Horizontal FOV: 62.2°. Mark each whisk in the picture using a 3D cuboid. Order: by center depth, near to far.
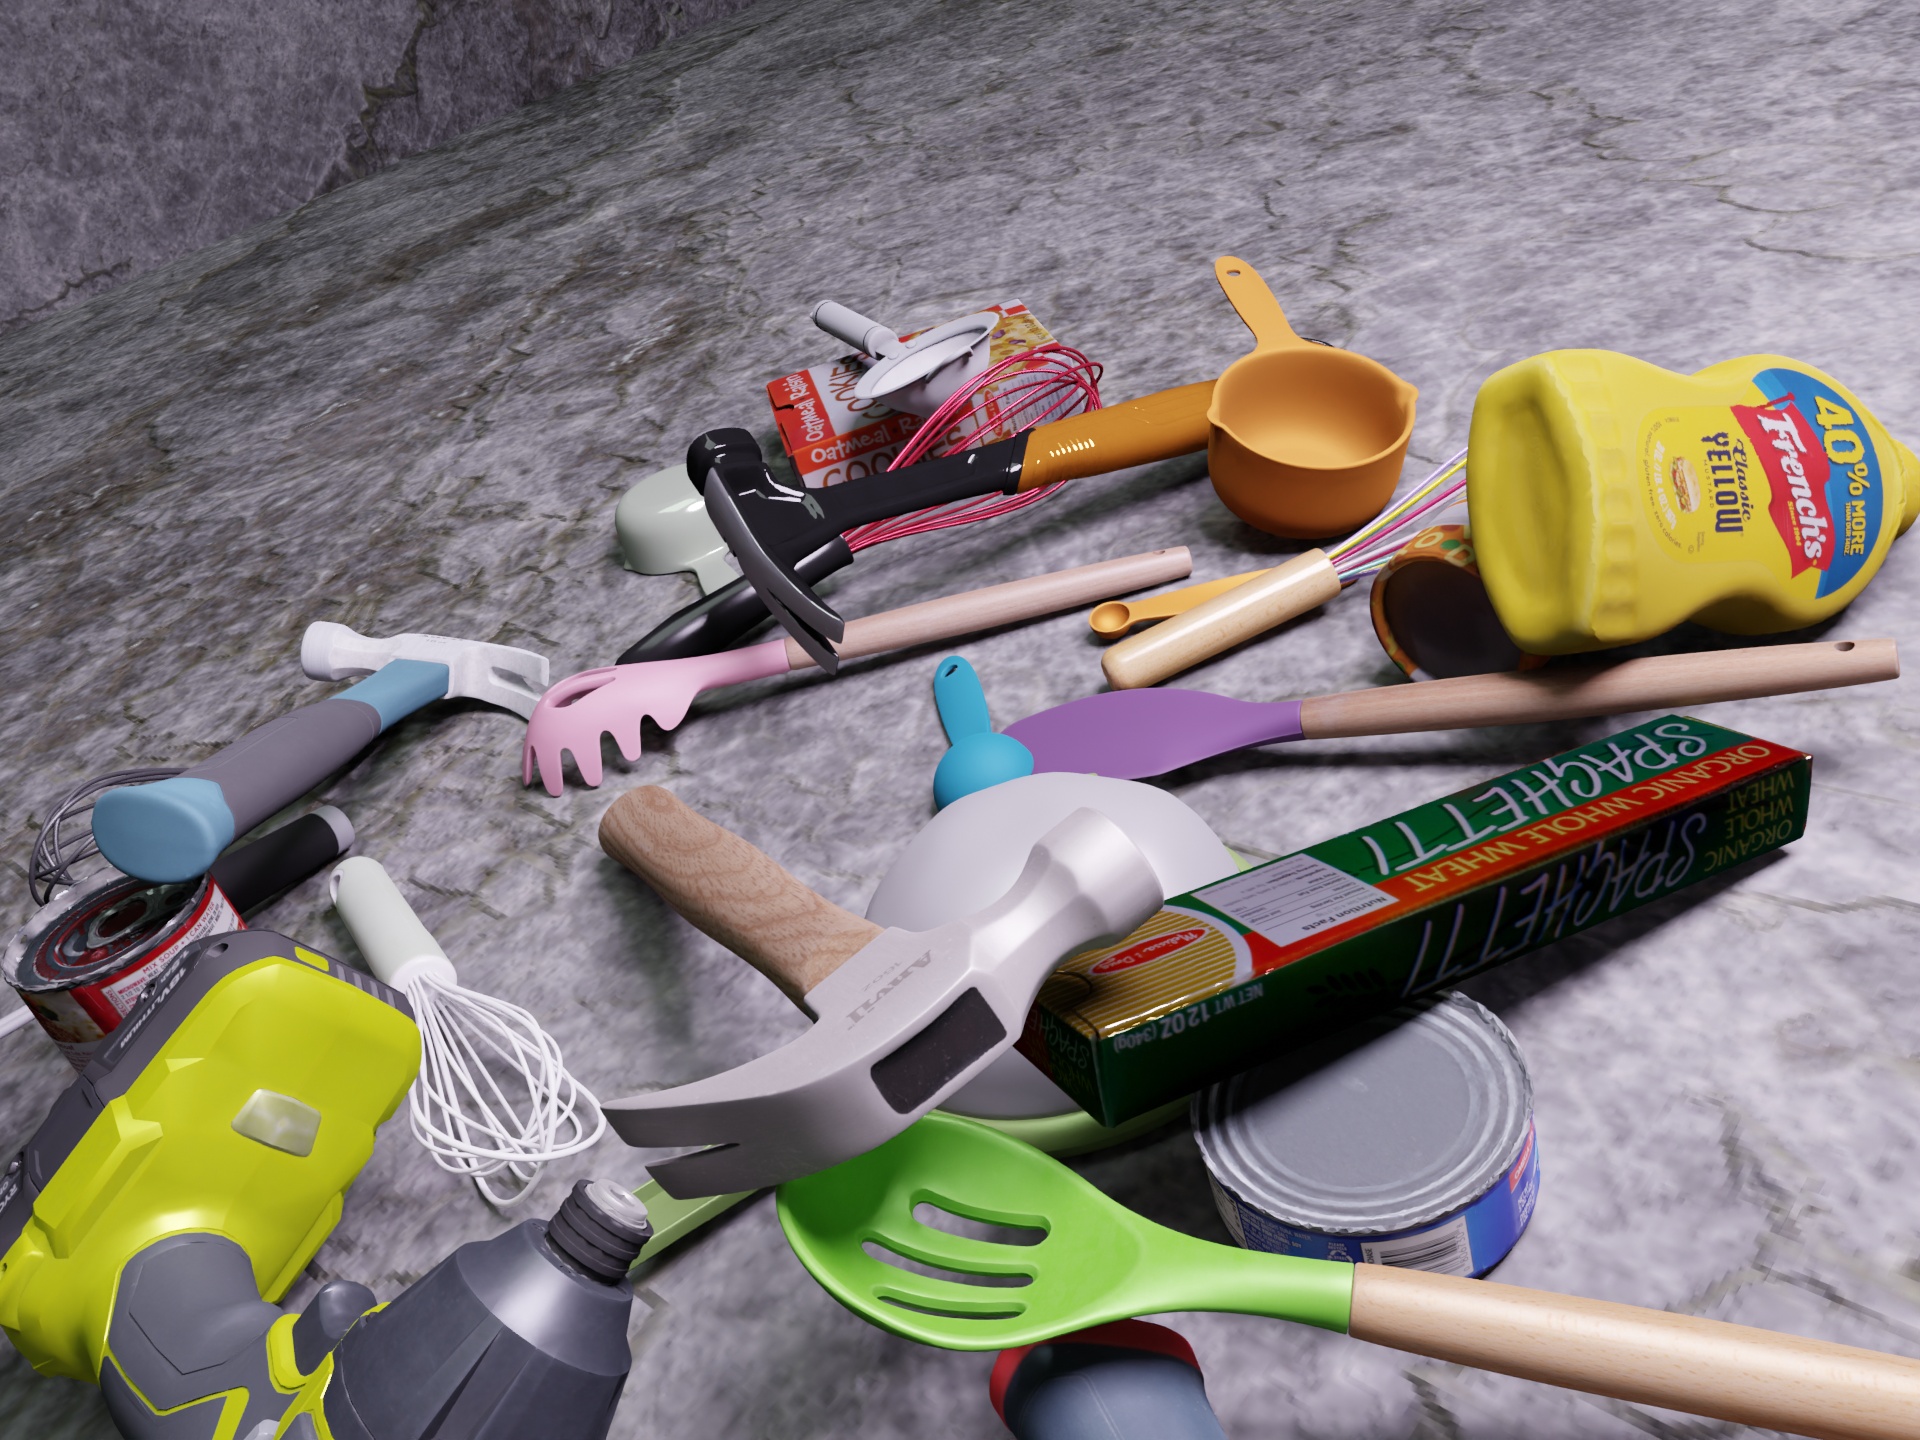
[{"bbox_3d":[-0.191,0.099,0.576,0.059,0.058,0.246,4,14,-35],"label":"whisk"},{"bbox_3d":[0.168,-0.074,0.650,0.245,0.047,0.051,-26,58,-4],"label":"whisk"},{"bbox_3d":[-0.320,0.024,0.708,0.055,0.055,0.239,-9,15,15],"label":"whisk"},{"bbox_3d":[-0.044,-0.098,0.789,0.296,0.073,0.073,-34,34,-14],"label":"whisk"}]

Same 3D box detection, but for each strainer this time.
[{"bbox_3d":[-0.020,0.083,0.482,0.256,0.069,0.152,-29,33,-19],"label":"strainer"},{"bbox_3d":[-0.040,-0.210,0.899,0.087,0.050,0.259,-33,32,-7],"label":"strainer"}]

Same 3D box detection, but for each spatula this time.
[{"bbox_3d":[0.147,-0.004,0.558,0.316,0.018,0.060,-6,35,31],"label":"spatula"}]

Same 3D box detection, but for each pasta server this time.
[{"bbox_3d":[-0.049,-0.029,0.717,0.316,0.040,0.060,-14,31,0],"label":"pasta server"}]

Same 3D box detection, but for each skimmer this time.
[{"bbox_3d":[-0.367,0.152,0.594,0.127,0.090,0.363,1,26,34],"label":"skimmer"}]

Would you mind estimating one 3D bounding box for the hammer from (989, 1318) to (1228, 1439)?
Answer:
[{"bbox_3d":[0.098,0.231,0.222,0.143,0.038,0.387,-30,33,-16],"label":"hammer"}]

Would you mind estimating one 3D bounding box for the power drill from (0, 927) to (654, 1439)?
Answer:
[{"bbox_3d":[-0.170,0.150,0.407,0.171,0.080,0.223,-55,40,-6],"label":"power drill"}]

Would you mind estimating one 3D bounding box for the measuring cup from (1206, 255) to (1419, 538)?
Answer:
[{"bbox_3d":[0.146,-0.151,0.739,0.095,0.052,0.174,-9,47,-6],"label":"measuring cup"}]

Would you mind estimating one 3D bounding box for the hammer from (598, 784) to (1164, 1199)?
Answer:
[{"bbox_3d":[-0.069,0.057,0.493,0.130,0.031,0.331,-37,18,-16],"label":"hammer"}]

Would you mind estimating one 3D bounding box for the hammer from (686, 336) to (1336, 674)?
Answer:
[{"bbox_3d":[0.051,-0.121,0.739,0.337,0.034,0.127,-20,58,-25],"label":"hammer"}]

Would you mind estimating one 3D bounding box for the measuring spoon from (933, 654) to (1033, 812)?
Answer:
[{"bbox_3d":[-0.001,-0.002,0.644,0.042,0.021,0.129,-32,28,8],"label":"measuring spoon"}]

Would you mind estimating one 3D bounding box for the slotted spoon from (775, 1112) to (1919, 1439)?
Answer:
[{"bbox_3d":[0.110,0.130,0.339,0.314,0.031,0.070,5,25,16],"label":"slotted spoon"}]

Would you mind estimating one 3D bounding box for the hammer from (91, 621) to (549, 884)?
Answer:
[{"bbox_3d":[-0.257,0.003,0.650,0.128,0.033,0.331,6,12,-3],"label":"hammer"}]

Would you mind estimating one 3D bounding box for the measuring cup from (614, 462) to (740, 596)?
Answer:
[{"bbox_3d":[-0.142,-0.099,0.856,0.083,0.038,0.168,-24,30,-10],"label":"measuring cup"}]

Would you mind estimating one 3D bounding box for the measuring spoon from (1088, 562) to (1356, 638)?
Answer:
[{"bbox_3d":[0.113,-0.050,0.681,0.117,0.011,0.021,-11,43,6],"label":"measuring spoon"}]
